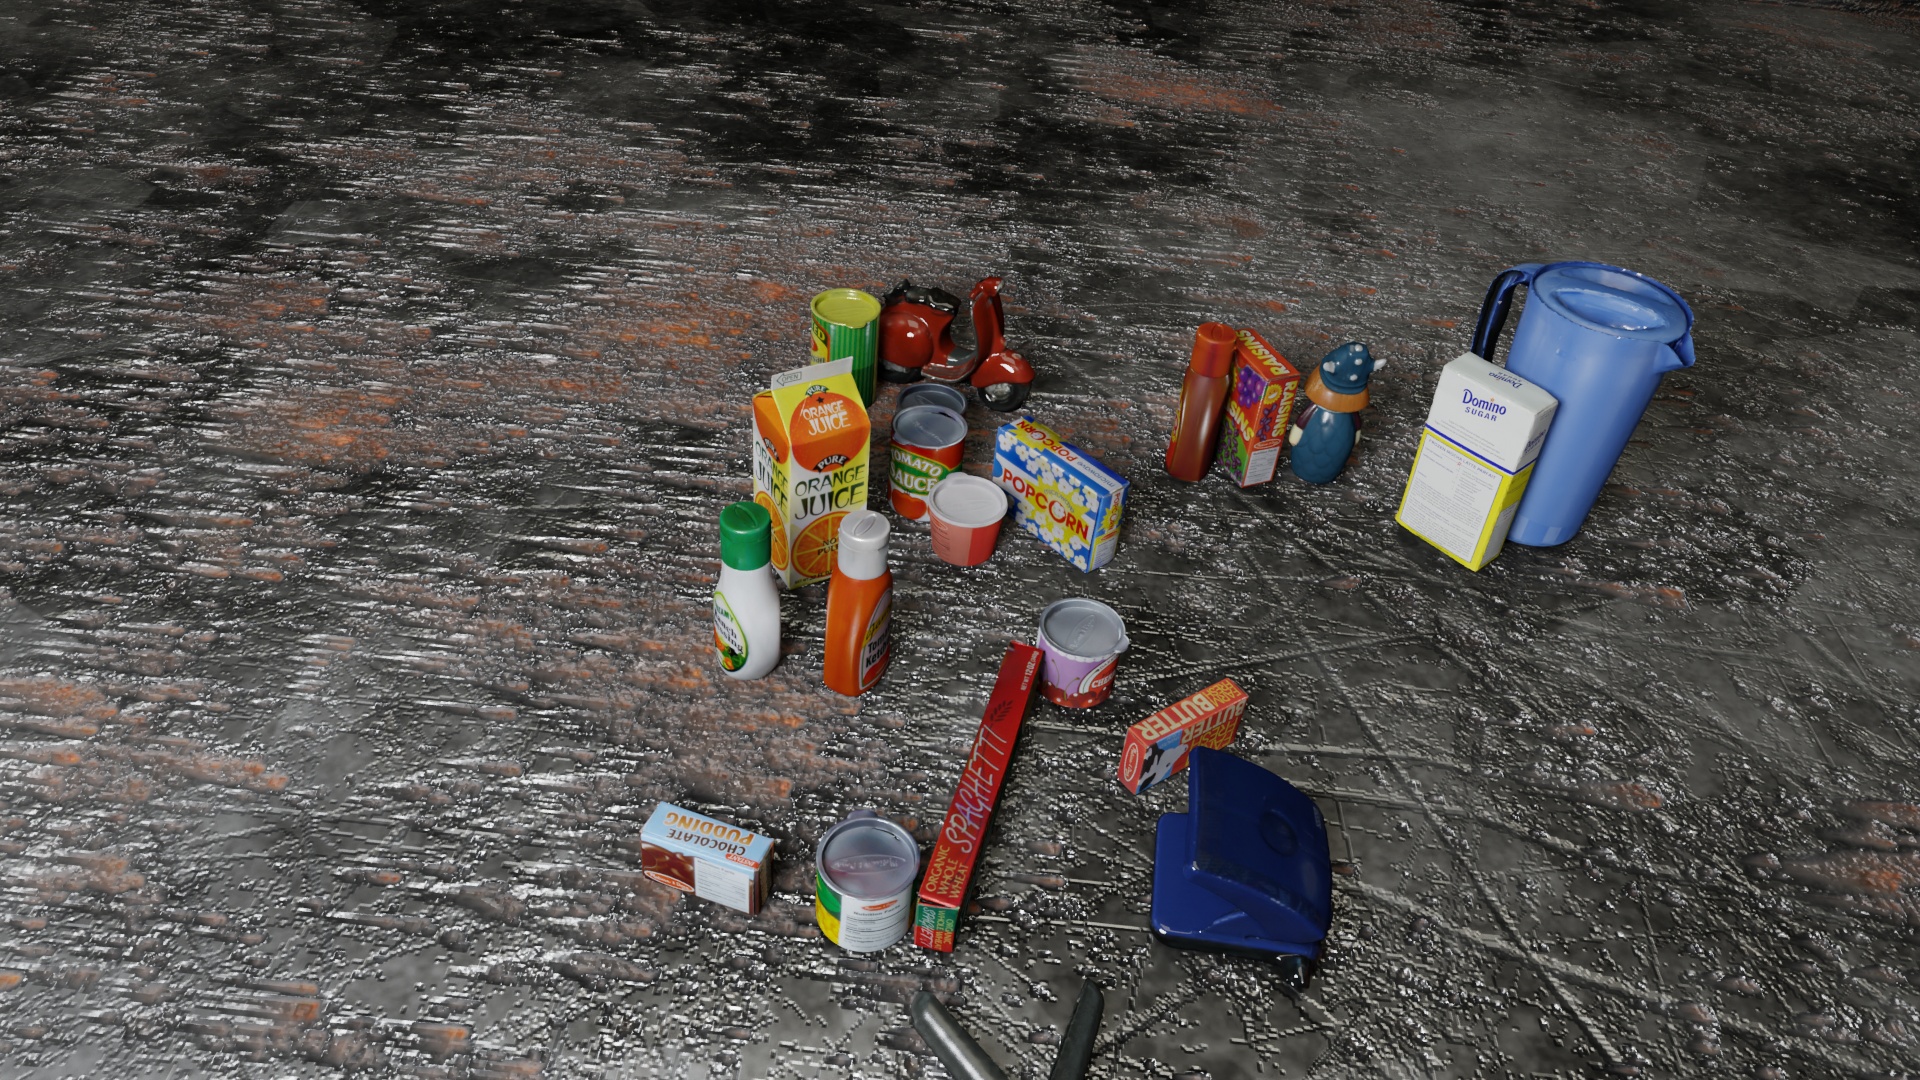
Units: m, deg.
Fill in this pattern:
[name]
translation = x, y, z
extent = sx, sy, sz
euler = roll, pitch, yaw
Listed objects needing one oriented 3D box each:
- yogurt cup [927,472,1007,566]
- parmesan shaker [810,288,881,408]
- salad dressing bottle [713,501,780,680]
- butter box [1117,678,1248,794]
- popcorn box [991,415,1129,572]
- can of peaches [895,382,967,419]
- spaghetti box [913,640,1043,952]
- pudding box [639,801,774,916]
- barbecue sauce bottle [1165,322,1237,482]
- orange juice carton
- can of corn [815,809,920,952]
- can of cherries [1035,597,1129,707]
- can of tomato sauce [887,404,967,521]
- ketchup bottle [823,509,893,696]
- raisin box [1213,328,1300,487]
[yogurt cup]
translation = 0.004, -0.015, 1.193
extent = 0.072, 0.053, 0.073
euler = 4, 39, -3
[parmesan shaker]
translation = -0.111, -0.180, 1.339
extent = 0.071, 0.102, 0.072
euler = 4, 39, -3
[salad dressing bottle]
translation = -0.159, 0.038, 1.034
extent = 0.044, 0.146, 0.064
euler = -21, 47, -29
[butter box]
translation = 0.164, 0.143, 1.024
extent = 0.104, 0.052, 0.024
euler = -21, 47, -29
[popcorn box]
translation = 0.084, -0.042, 1.211
extent = 0.038, 0.084, 0.127
euler = -28, 50, -34
[can of peaches]
translation = -0.031, -0.105, 1.294
extent = 0.071, 0.057, 0.071
euler = 4, 39, -3
[spaghetti box]
translation = 0.016, 0.172, 0.972
extent = 0.029, 0.049, 0.251
euler = 13, 40, 9
[pudding box]
translation = -0.165, 0.207, 0.905
extent = 0.084, 0.049, 0.030
euler = 16, 40, 11
[barbecue sauce bottle]
translation = 0.224, -0.130, 1.287
extent = 0.044, 0.147, 0.065
euler = 13, 40, 8
[orange juice carton]
translation = -0.121, -0.061, 1.123
extent = 0.072, 0.191, 0.073
euler = -17, 45, -26
[can of corn]
translation = -0.061, 0.220, 0.897
extent = 0.071, 0.058, 0.071
euler = 4, 39, -3
[can of cherries]
translation = 0.093, 0.089, 1.076
extent = 0.071, 0.058, 0.072
euler = 4, 39, -3
[can of tomato sauce]
translation = -0.031, -0.067, 1.229
extent = 0.071, 0.082, 0.071
euler = 4, 39, -3
[ketchup bottle]
translation = -0.075, 0.045, 1.036
extent = 0.043, 0.148, 0.065
euler = 21, 41, 17
[raisin box]
translation = 0.269, -0.125, 1.308
extent = 0.040, 0.122, 0.086
euler = -11, 42, -20
